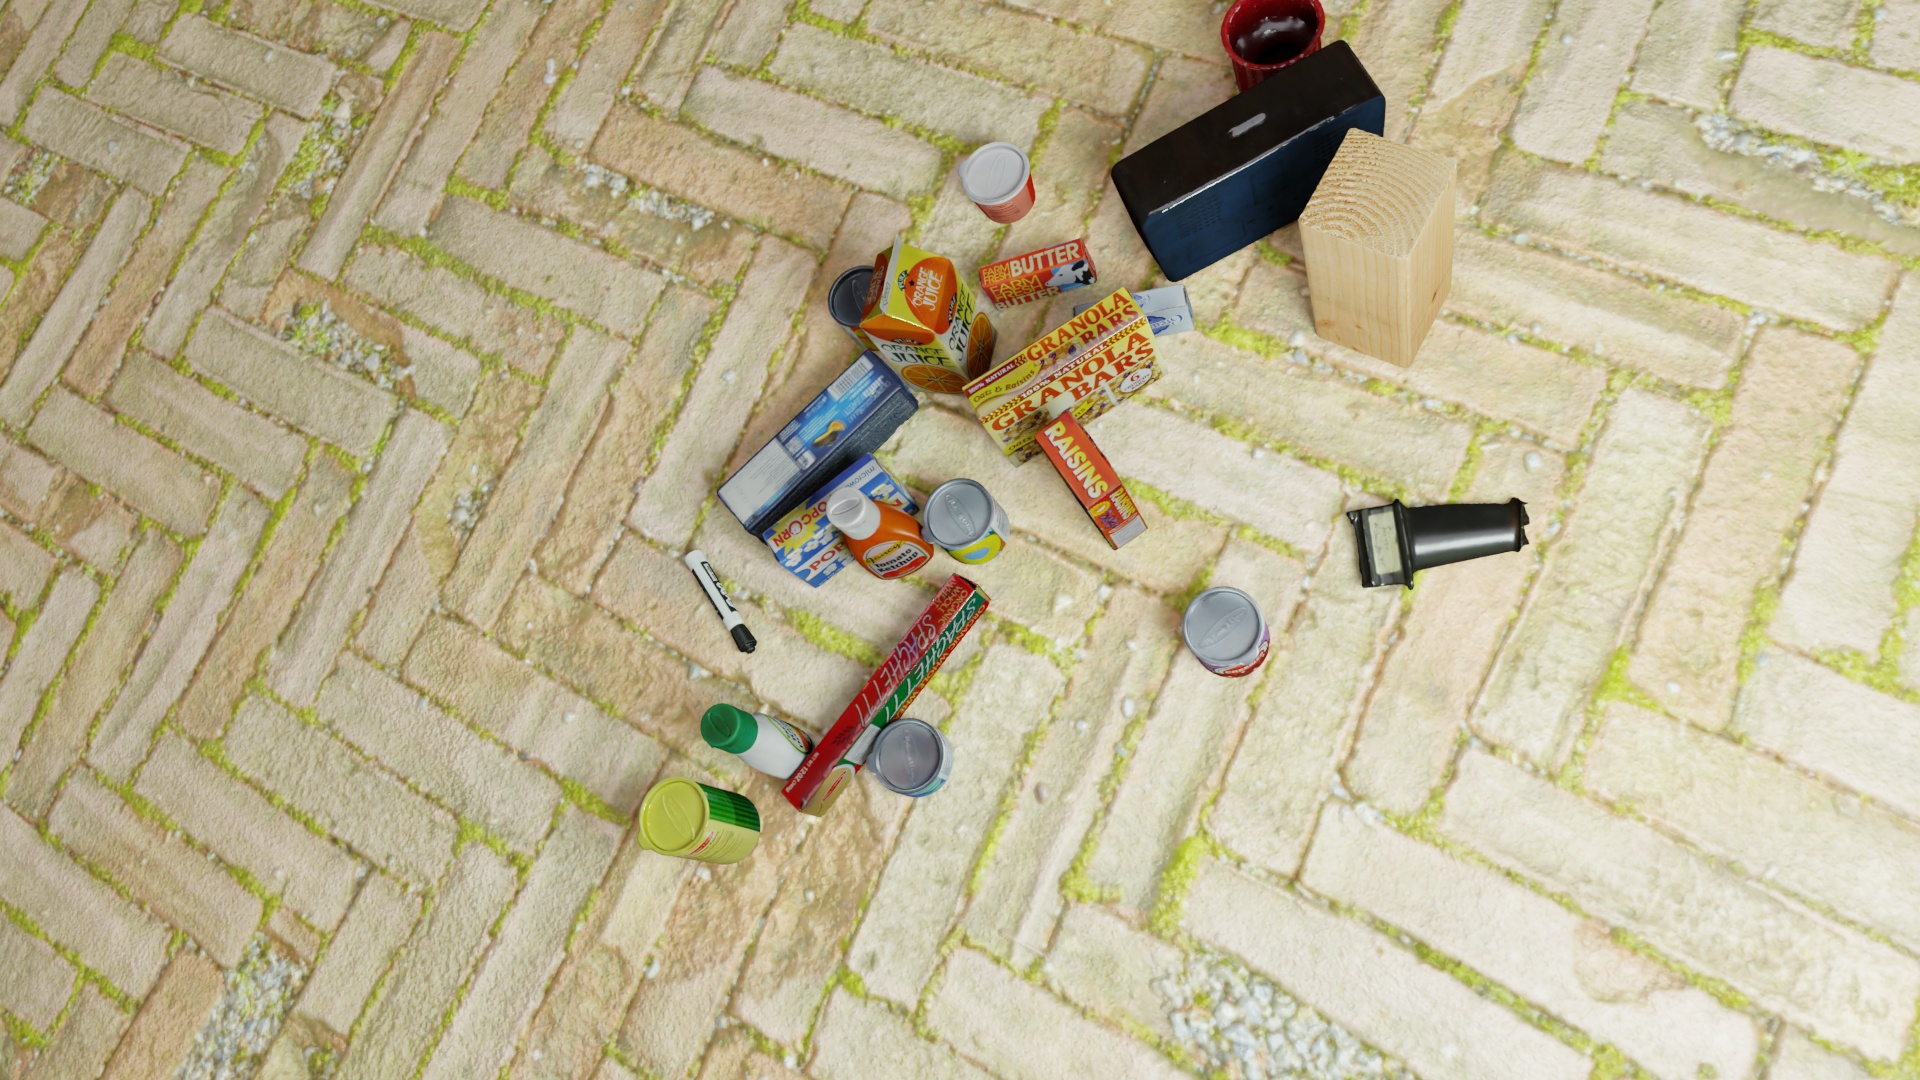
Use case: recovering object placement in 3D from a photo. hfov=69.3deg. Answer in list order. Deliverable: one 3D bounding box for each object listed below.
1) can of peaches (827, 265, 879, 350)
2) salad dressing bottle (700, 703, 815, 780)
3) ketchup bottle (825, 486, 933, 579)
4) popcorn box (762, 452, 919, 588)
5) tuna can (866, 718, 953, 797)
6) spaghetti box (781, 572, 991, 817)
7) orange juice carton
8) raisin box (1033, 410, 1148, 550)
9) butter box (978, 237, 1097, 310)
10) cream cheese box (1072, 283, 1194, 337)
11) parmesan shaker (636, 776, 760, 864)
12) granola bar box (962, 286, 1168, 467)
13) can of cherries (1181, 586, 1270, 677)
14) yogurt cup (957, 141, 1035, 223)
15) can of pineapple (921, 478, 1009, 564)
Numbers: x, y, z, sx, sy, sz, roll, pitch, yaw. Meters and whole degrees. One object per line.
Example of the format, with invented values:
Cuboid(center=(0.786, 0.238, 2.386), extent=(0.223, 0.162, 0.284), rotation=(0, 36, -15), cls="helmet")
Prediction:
Cuboid(center=(-0.086, -0.227, 1.354), extent=(0.071, 0.058, 0.071), rotation=(-5, 71, 16), cls="can of peaches")
Cuboid(center=(-0.175, 0.172, 1.200), extent=(0.044, 0.147, 0.064), rotation=(-47, 65, -1), cls="salad dressing bottle")
Cuboid(center=(-0.075, -0.008, 1.227), extent=(0.064, 0.148, 0.043), rotation=(-25, 67, 9), cls="ketchup bottle")
Cuboid(center=(-0.108, -0.017, 1.276), extent=(0.126, 0.085, 0.038), rotation=(-37, 65, 3), cls="popcorn box")
Cuboid(center=(-0.044, 0.191, 1.215), extent=(0.071, 0.032, 0.071), rotation=(-5, 71, 16), cls="tuna can")
Cuboid(center=(-0.063, 0.137, 1.230), extent=(0.029, 0.050, 0.250), rotation=(37, 86, 25), cls="spaghetti box")
Cuboid(center=(-0.032, -0.200, 1.253), extent=(0.073, 0.192, 0.072), rotation=(7, 75, 20), cls="orange juice carton")
Cuboid(center=(0.114, -0.050, 1.194), extent=(0.040, 0.123, 0.086), rotation=(-35, 66, 5), cls="raisin box")
Cuboid(center=(0.073, -0.251, 1.313), extent=(0.103, 0.053, 0.024), rotation=(-14, 69, 13), cls="butter box")
Cuboid(center=(0.159, -0.203, 1.269), extent=(0.104, 0.053, 0.024), rotation=(-10, 70, 15), cls="cream cheese box")
Cuboid(center=(-0.229, 0.248, 1.217), extent=(0.071, 0.103, 0.071), rotation=(-6, 71, 16), cls="parmesan shaker")
Cuboid(center=(0.095, -0.142, 1.231), extent=(0.165, 0.124, 0.039), rotation=(-32, 66, 6), cls="granola bar box")
Cuboid(center=(0.222, 0.079, 1.151), extent=(0.071, 0.058, 0.071), rotation=(-5, 71, 16), cls="can of cherries")
Cuboid(center=(0.040, -0.346, 1.355), extent=(0.072, 0.054, 0.072), rotation=(-5, 71, 16), cls="yogurt cup")
Cuboid(center=(0.004, -0.016, 1.254), extent=(0.071, 0.057, 0.071), rotation=(-5, 71, 16), cls="can of pineapple")
